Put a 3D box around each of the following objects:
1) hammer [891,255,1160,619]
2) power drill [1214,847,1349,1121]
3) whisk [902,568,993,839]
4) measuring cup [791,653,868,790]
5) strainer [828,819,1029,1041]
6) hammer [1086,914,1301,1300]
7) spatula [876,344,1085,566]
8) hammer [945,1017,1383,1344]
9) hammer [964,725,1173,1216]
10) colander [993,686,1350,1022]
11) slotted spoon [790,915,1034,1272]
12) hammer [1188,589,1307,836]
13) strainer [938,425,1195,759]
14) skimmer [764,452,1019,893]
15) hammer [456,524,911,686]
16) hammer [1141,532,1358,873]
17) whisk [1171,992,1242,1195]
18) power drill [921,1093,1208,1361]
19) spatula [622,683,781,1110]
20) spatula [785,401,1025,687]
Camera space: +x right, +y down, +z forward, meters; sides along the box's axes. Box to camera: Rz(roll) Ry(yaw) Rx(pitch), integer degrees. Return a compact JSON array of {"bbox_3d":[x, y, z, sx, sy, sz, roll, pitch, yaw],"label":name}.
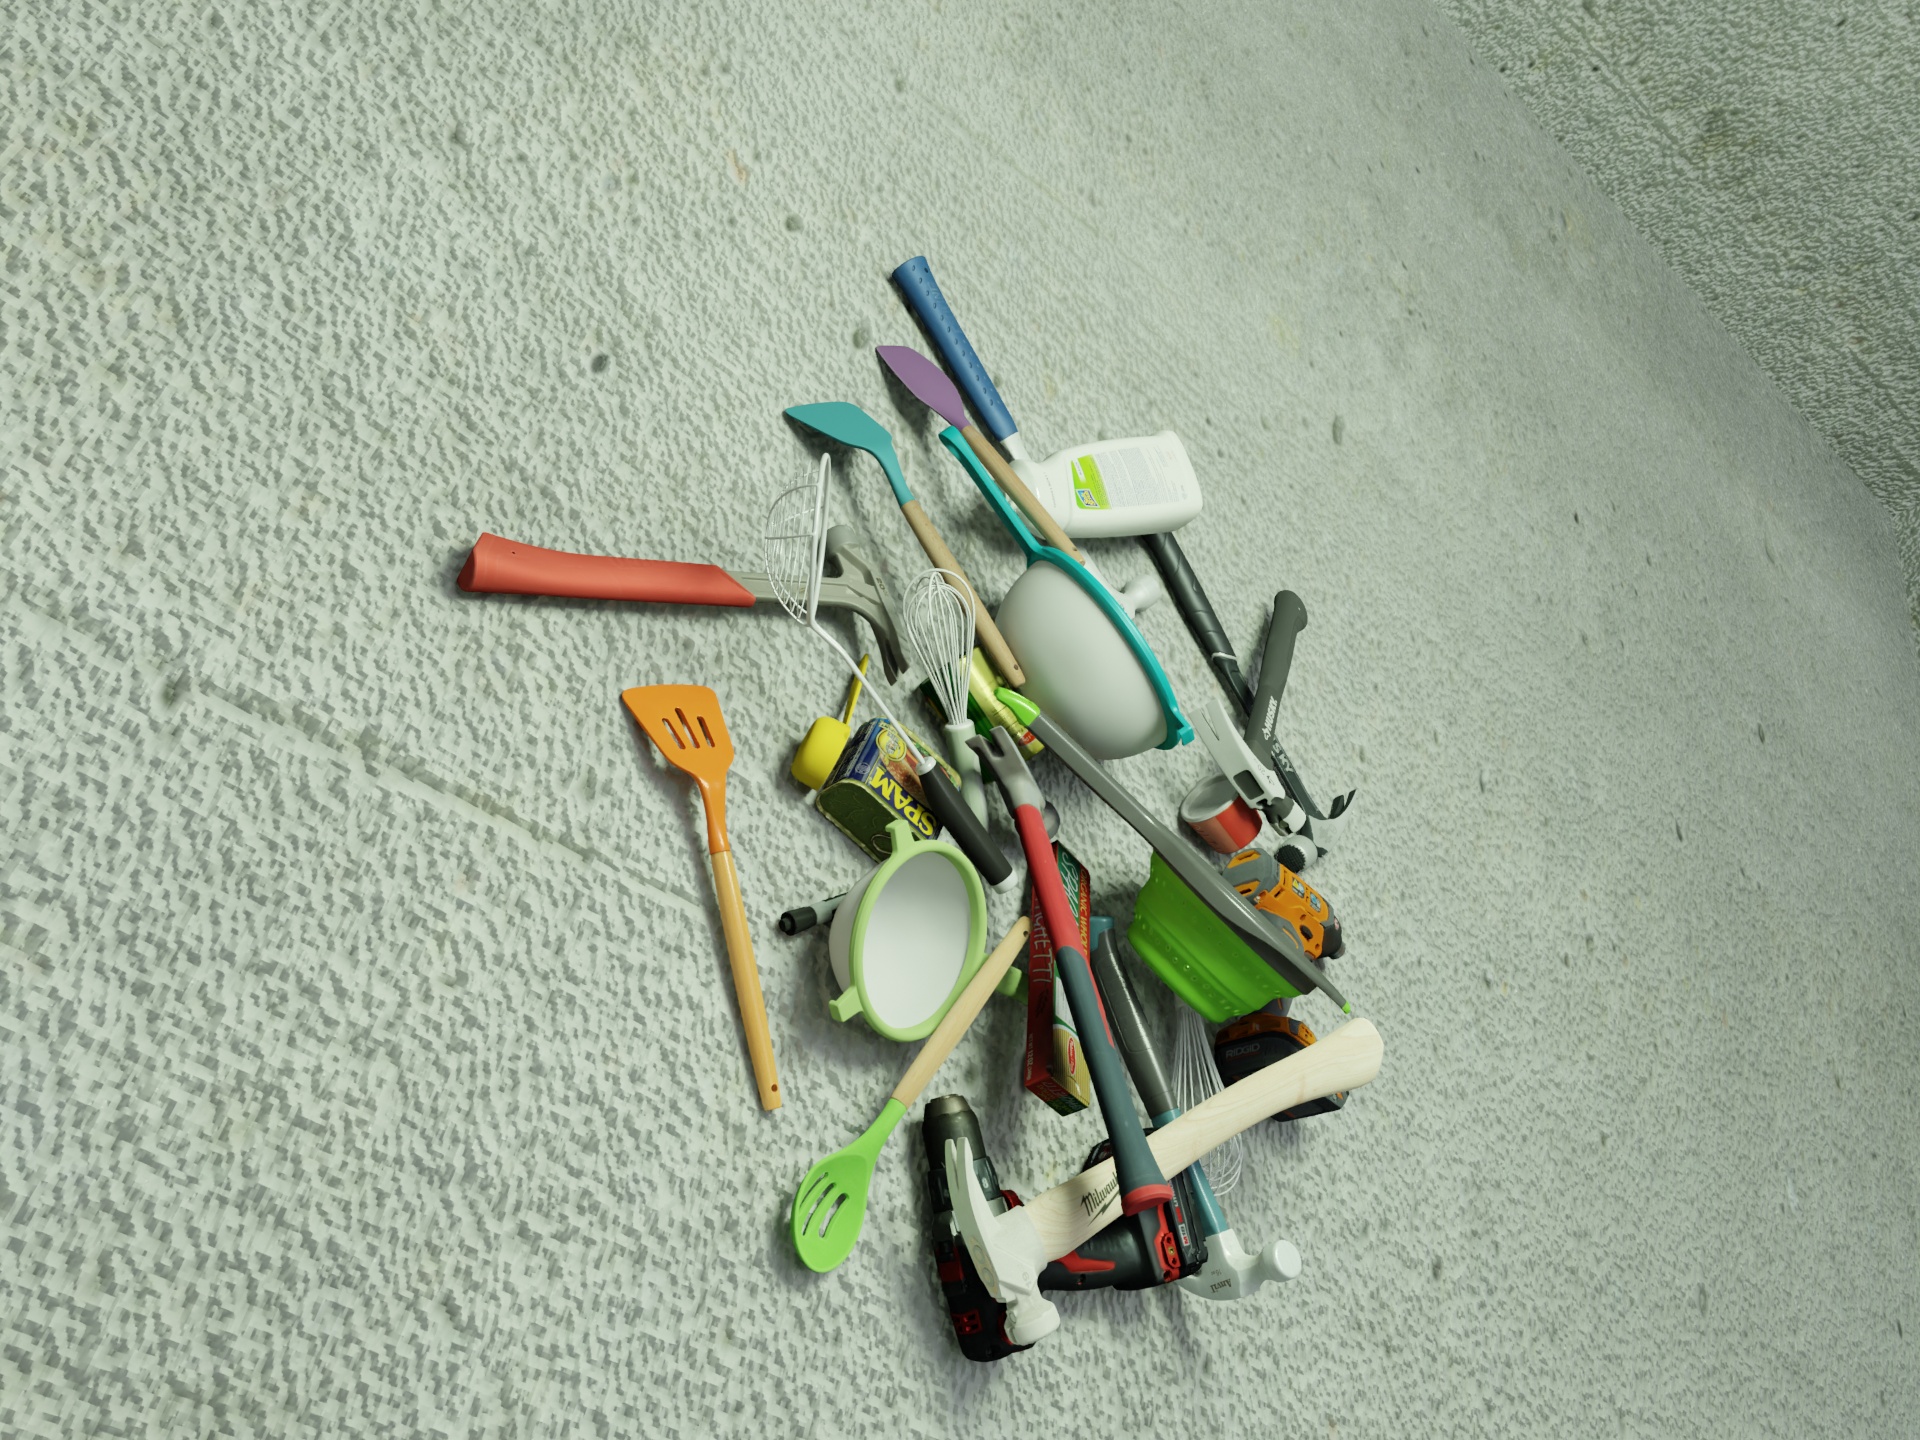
[{"bbox_3d":[0.050,-0.263,1.536,0.144,0.035,0.405,-34,93,-46],"label":"hammer"},{"bbox_3d":[0.308,0.250,1.482,0.164,0.084,0.227,37,45,-32],"label":"power drill"},{"bbox_3d":[-0.002,-0.004,1.304,0.058,0.059,0.246,-74,154,-73],"label":"whisk"},{"bbox_3d":[-0.102,-0.008,1.272,0.029,0.062,0.157,27,41,-11],"label":"measuring cup"},{"bbox_3d":[-0.022,0.180,1.239,0.256,0.069,0.151,34,69,-49],"label":"strainer"},{"bbox_3d":[0.164,0.311,1.312,0.033,0.128,0.331,0,61,-43],"label":"hammer"},{"bbox_3d":[0.021,-0.243,1.427,0.059,0.018,0.316,-9,51,-39],"label":"spatula"},{"bbox_3d":[0.173,0.310,1.215,0.410,0.038,0.146,-19,84,-33],"label":"hammer"},{"bbox_3d":[0.080,0.179,1.189,0.143,0.038,0.387,58,12,-48],"label":"hammer"},{"bbox_3d":[0.150,0.133,1.330,0.397,0.094,0.204,43,4,-10],"label":"colander"},{"bbox_3d":[-0.030,0.263,1.167,0.314,0.031,0.070,-51,123,-31],"label":"slotted spoon"},{"bbox_3d":[0.307,-0.037,1.592,0.146,0.035,0.335,48,36,-16],"label":"hammer"},{"bbox_3d":[0.056,-0.092,1.377,0.095,0.211,0.340,-36,95,-10],"label":"strainer"},{"bbox_3d":[-0.037,-0.029,1.216,0.363,0.090,0.127,55,8,-14],"label":"skimmer"},{"bbox_3d":[-0.203,-0.097,1.213,0.359,0.036,0.149,0,56,-40],"label":"hammer"},{"bbox_3d":[0.285,-0.049,1.642,0.149,0.036,0.409,-27,89,-47],"label":"hammer"},{"bbox_3d":[0.202,0.277,1.397,0.070,0.070,0.285,21,51,-33],"label":"whisk"},{"bbox_3d":[0.070,0.368,1.217,0.226,0.080,0.188,-1,70,-39],"label":"power drill"},{"bbox_3d":[-0.174,0.122,1.156,0.081,0.041,0.323,-4,77,-43],"label":"spatula"},{"bbox_3d":[-0.036,-0.158,1.364,0.082,0.044,0.318,-20,74,-47],"label":"spatula"}]
